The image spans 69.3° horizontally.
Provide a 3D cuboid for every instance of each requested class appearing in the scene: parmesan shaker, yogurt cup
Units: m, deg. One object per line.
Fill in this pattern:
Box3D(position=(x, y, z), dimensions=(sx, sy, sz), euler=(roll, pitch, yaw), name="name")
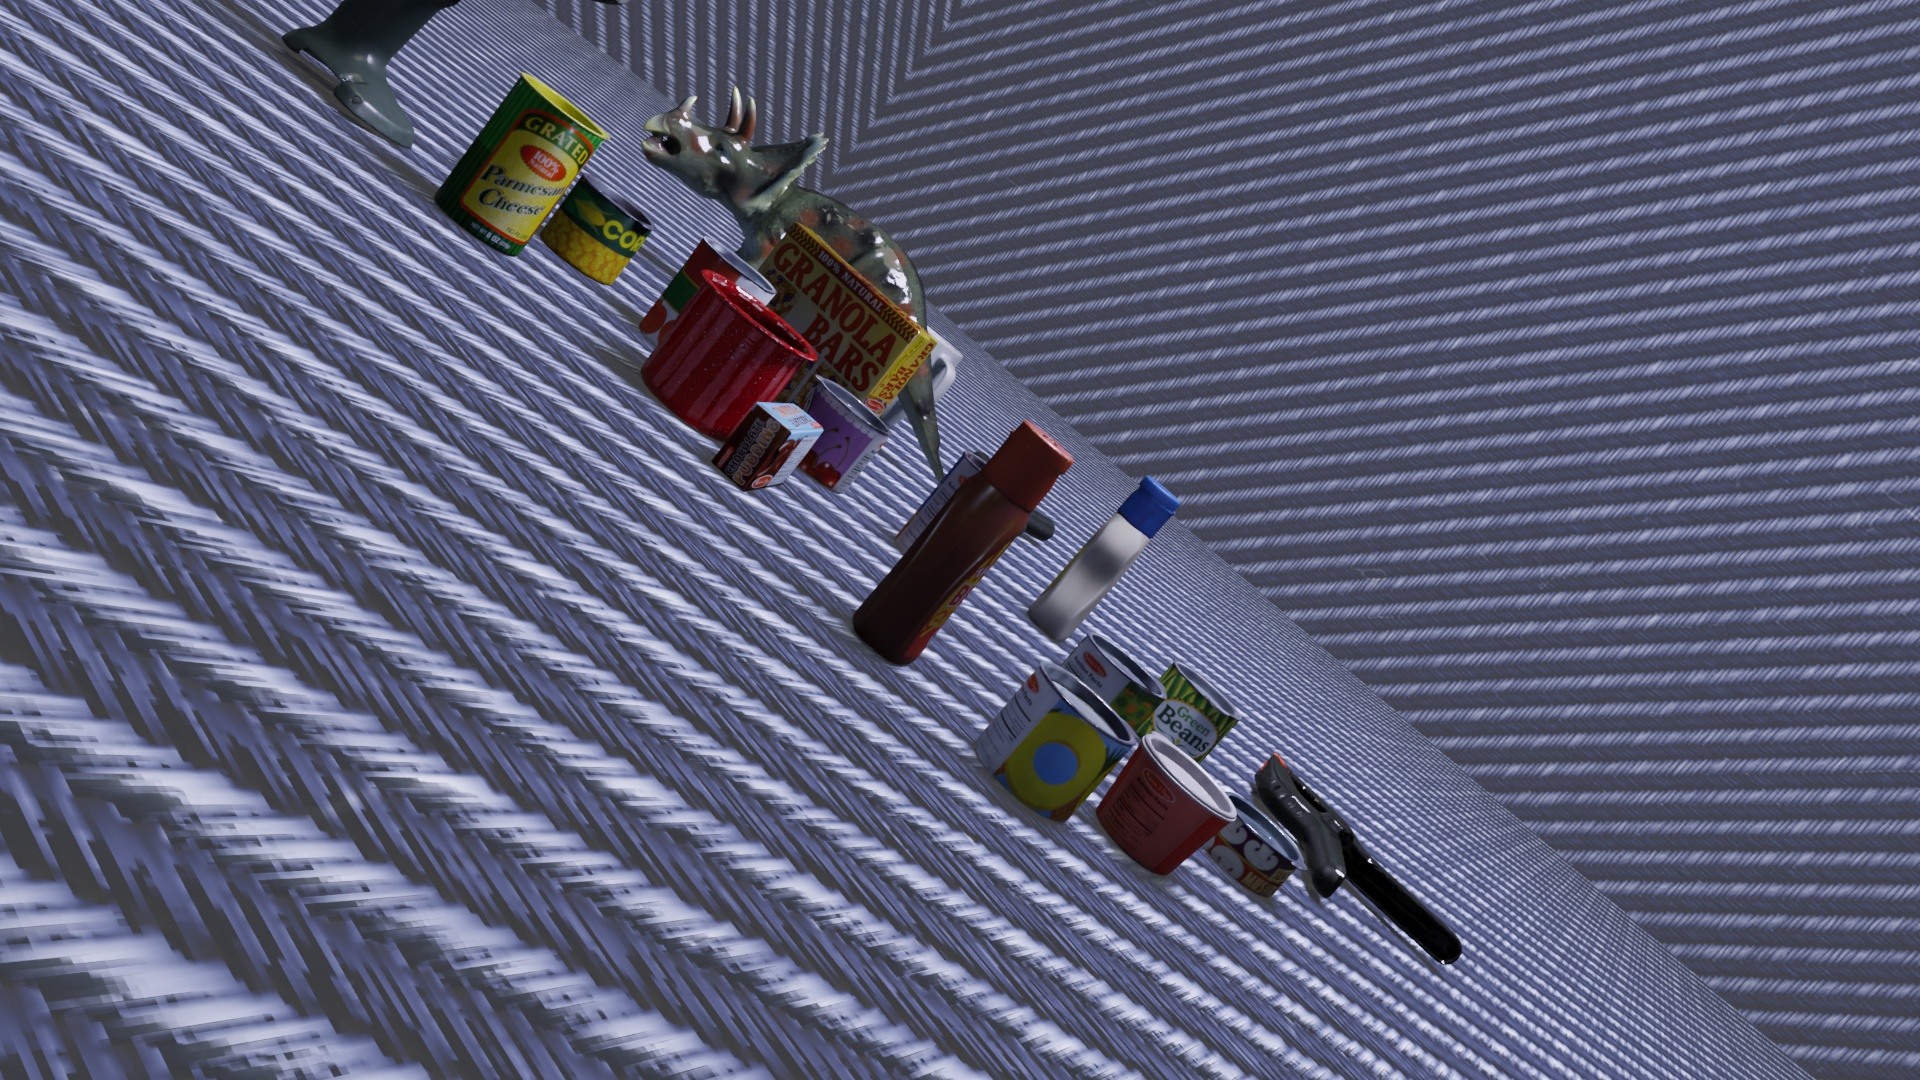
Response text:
Box3D(position=(-0.293, -0.249, 0.931), dimensions=(0.071, 0.103, 0.071), euler=(38, 10, -8), name="parmesan shaker")
Box3D(position=(0.114, 0.152, 0.787), dimensions=(0.072, 0.054, 0.072), euler=(38, 10, -8), name="yogurt cup")

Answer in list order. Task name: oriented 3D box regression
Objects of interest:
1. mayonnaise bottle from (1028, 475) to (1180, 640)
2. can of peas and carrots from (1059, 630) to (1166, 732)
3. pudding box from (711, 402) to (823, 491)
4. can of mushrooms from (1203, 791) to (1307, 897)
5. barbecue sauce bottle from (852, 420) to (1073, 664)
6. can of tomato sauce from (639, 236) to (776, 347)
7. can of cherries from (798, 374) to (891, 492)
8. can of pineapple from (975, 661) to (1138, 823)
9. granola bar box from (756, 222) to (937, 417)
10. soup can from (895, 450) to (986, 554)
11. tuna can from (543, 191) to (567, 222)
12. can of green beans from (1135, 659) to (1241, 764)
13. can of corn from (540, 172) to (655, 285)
Box3D(position=(0.116, 0.014, 1.123), dimensions=(0.041, 0.148, 0.065), euler=(41, 10, 6), name="mayonnaise bottle")
Box3D(position=(0.092, 0.103, 0.908), dimensions=(0.071, 0.058, 0.071), euler=(38, 10, -8), name="can of peas and carrots")
Box3D(position=(-0.121, -0.061, 0.881), dimensions=(0.030, 0.049, 0.084), euler=(40, 10, 3), name="pudding box")
Box3D(position=(0.189, 0.200, 0.906), dimensions=(0.071, 0.033, 0.071), euler=(38, 10, -8), name="can of mushrooms")
Box3D(position=(0.002, 0.001, 0.772), dimensions=(0.044, 0.148, 0.065), euler=(40, 10, 4), name="barbecue sauce bottle")
Box3D(position=(-0.189, -0.174, 1.033), dimensions=(0.071, 0.083, 0.071), euler=(38, 10, -8), name="can of tomato sauce")
Box3D(position=(-0.096, -0.079, 1.023), dimensions=(0.071, 0.058, 0.071), euler=(38, 10, -8), name="can of cherries")
Box3D(position=(0.052, 0.108, 0.740), dimensions=(0.071, 0.057, 0.071), euler=(38, 10, -8), name="can of pineapple")
Box3D(position=(-0.115, -0.166, 1.147), dimensions=(0.166, 0.124, 0.039), euler=(44, 11, 26), name="granola bar box")
Box3D(position=(0.004, -0.013, 1.021), dimensions=(0.071, 0.083, 0.071), euler=(38, 10, -8), name="soup can")
Box3D(position=(-0.341, -0.277, 1.080), dimensions=(0.071, 0.032, 0.071), euler=(38, 10, -8), name="tuna can")
Box3D(position=(0.168, 0.133, 1.049), dimensions=(0.071, 0.057, 0.071), euler=(38, 10, -8), name="can of green beans")
Box3D(position=(-0.276, -0.236, 1.063), dimensions=(0.071, 0.058, 0.071), euler=(38, 10, -8), name="can of corn")
